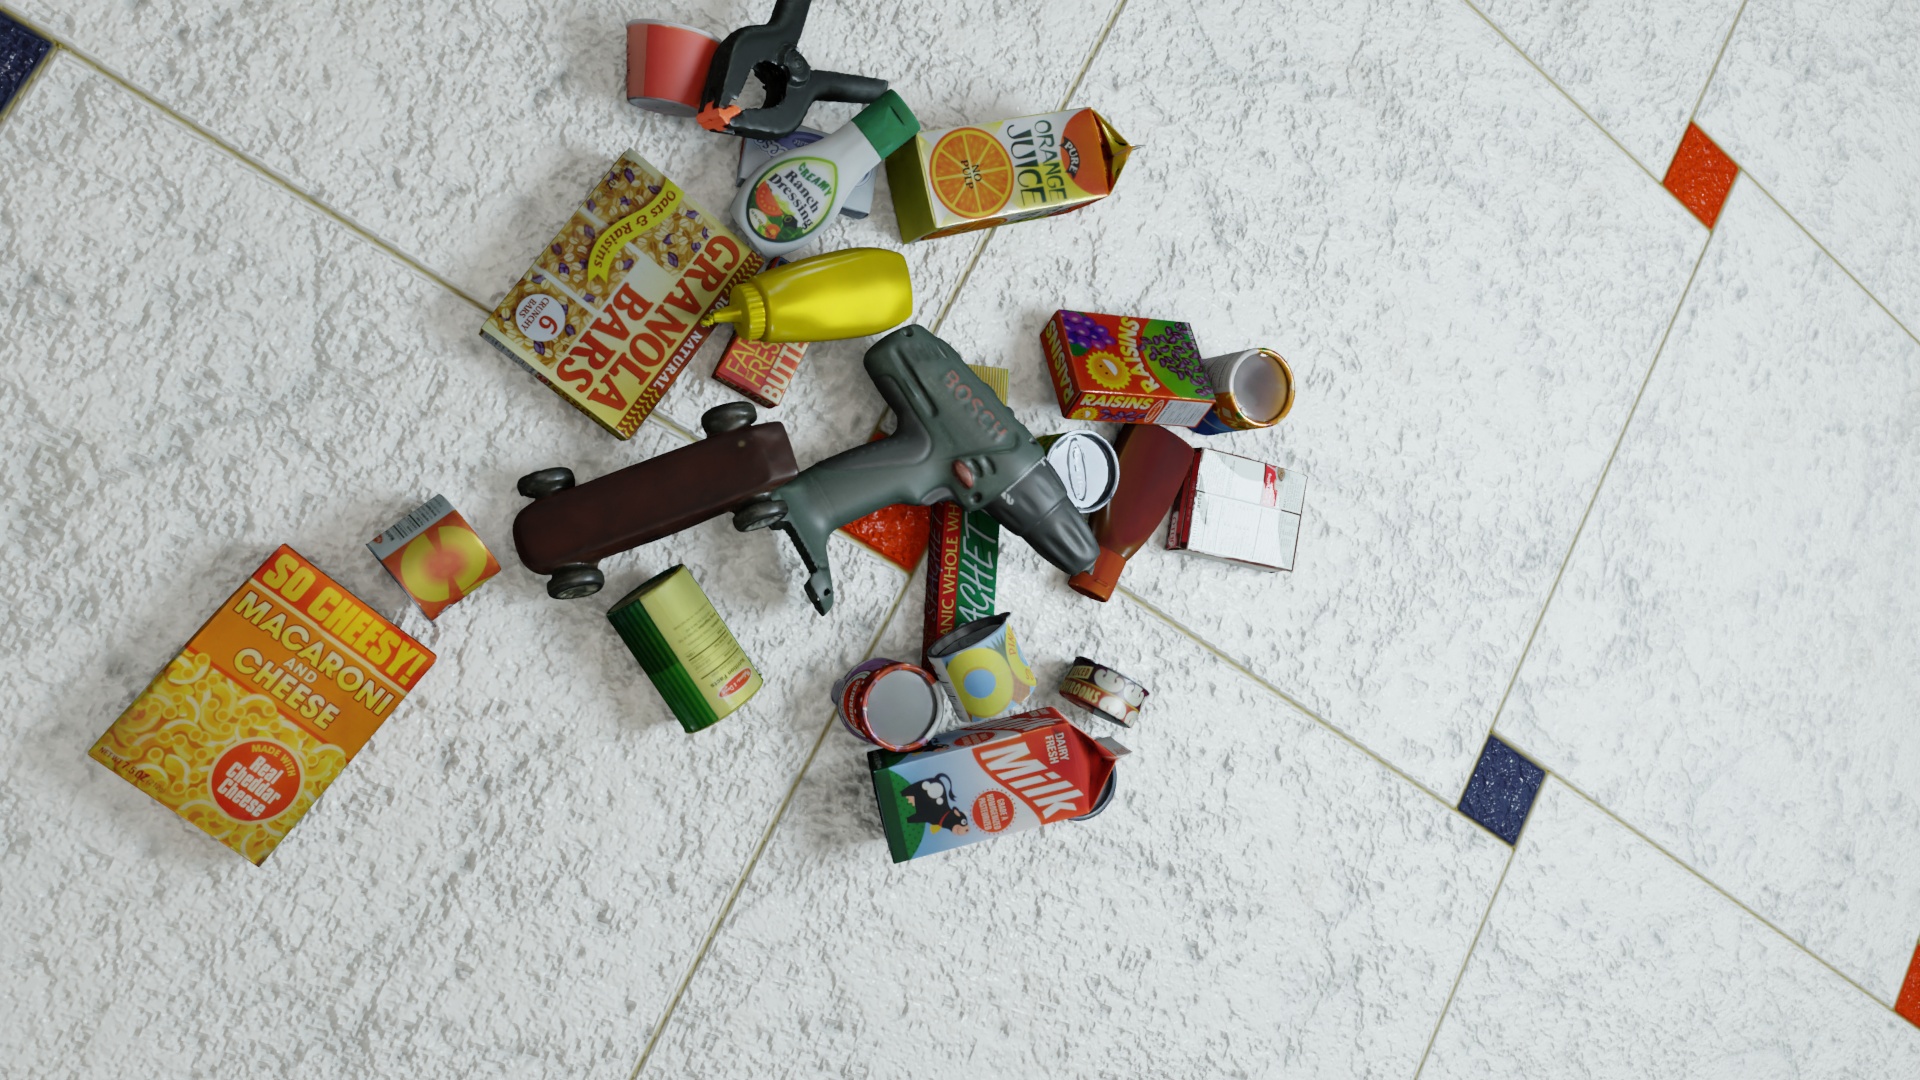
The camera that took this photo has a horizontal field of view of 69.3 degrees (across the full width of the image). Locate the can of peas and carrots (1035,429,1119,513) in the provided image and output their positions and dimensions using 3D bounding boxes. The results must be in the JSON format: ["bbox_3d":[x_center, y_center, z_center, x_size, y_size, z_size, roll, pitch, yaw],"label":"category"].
[{"bbox_3d":[0.082,-0.053,1.104,0.071,0.058,0.071,0,90,-22],"label":"can of peas and carrots"}]

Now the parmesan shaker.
[{"bbox_3d":[-0.194,0.075,0.985,0.071,0.071,0.103,-36,102,-19],"label":"parmesan shaker"}]

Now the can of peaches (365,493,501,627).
[{"bbox_3d":[-0.347,0.013,0.920,0.058,0.071,0.071,-40,104,-18],"label":"can of peaches"}]

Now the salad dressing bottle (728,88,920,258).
[{"bbox_3d":[-0.097,-0.266,1.003,0.147,0.044,0.064,-39,105,1],"label":"salad dressing bottle"}]

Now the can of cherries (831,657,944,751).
[{"bbox_3d":[-0.055,0.123,1.045,0.071,0.058,0.071,0,90,-23],"label":"can of cherries"}]

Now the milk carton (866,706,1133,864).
[{"bbox_3d":[0.031,0.177,1.048,0.191,0.072,0.073,-13,95,-7],"label":"milk carton"}]

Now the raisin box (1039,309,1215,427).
[{"bbox_3d":[0.134,-0.138,1.119,0.123,0.040,0.086,2,58,-23],"label":"raisin box"}]

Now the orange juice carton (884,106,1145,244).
[{"bbox_3d":[0.046,-0.288,1.084,0.193,0.072,0.073,-15,96,-22],"label":"orange juice carton"}]

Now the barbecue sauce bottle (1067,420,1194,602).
[{"bbox_3d":[0.134,-0.023,1.134,0.065,0.043,0.149,29,79,-17],"label":"barbecue sauce bottle"}]

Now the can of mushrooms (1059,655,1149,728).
[{"bbox_3d":[0.113,0.121,1.110,0.071,0.071,0.033,31,80,-20],"label":"can of mushrooms"}]

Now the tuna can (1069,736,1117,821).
[{"bbox_3d":[0.091,0.188,1.119,0.071,0.033,0.071,0,89,-22],"label":"tuna can"}]

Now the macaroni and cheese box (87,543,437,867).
[{"bbox_3d":[-0.442,0.103,0.892,0.123,0.040,0.167,42,75,-17],"label":"macaroni and cheese box"}]

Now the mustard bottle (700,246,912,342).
[{"bbox_3d":[-0.113,-0.172,0.998,0.161,0.049,0.065,-14,105,-28],"label":"mustard bottle"}]

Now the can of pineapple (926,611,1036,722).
[{"bbox_3d":[0.018,0.095,1.038,0.071,0.071,0.057,-29,101,-20],"label":"can of pineapple"}]

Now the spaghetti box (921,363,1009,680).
[{"bbox_3d":[0.004,-0.014,1.087,0.050,0.028,0.250,4,88,-22],"label":"spaghetti box"}]

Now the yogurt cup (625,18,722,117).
[{"bbox_3d":[-0.206,-0.333,0.985,0.072,0.072,0.054,7,95,-23],"label":"yogurt cup"}]

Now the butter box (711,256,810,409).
[{"bbox_3d":[-0.138,-0.154,1.031,0.053,0.024,0.103,30,79,-21],"label":"butter box"}]

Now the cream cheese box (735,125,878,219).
[{"bbox_3d":[-0.114,-0.281,1.043,0.104,0.024,0.053,10,87,-22],"label":"cream cheese box"}]

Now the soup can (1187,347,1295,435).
[{"bbox_3d":[0.229,-0.121,1.153,0.071,0.083,0.071,0,90,-23],"label":"soup can"}]

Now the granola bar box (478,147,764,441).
[{"bbox_3d":[-0.237,-0.172,0.982,0.124,0.039,0.166,39,75,-18],"label":"granola bar box"}]
